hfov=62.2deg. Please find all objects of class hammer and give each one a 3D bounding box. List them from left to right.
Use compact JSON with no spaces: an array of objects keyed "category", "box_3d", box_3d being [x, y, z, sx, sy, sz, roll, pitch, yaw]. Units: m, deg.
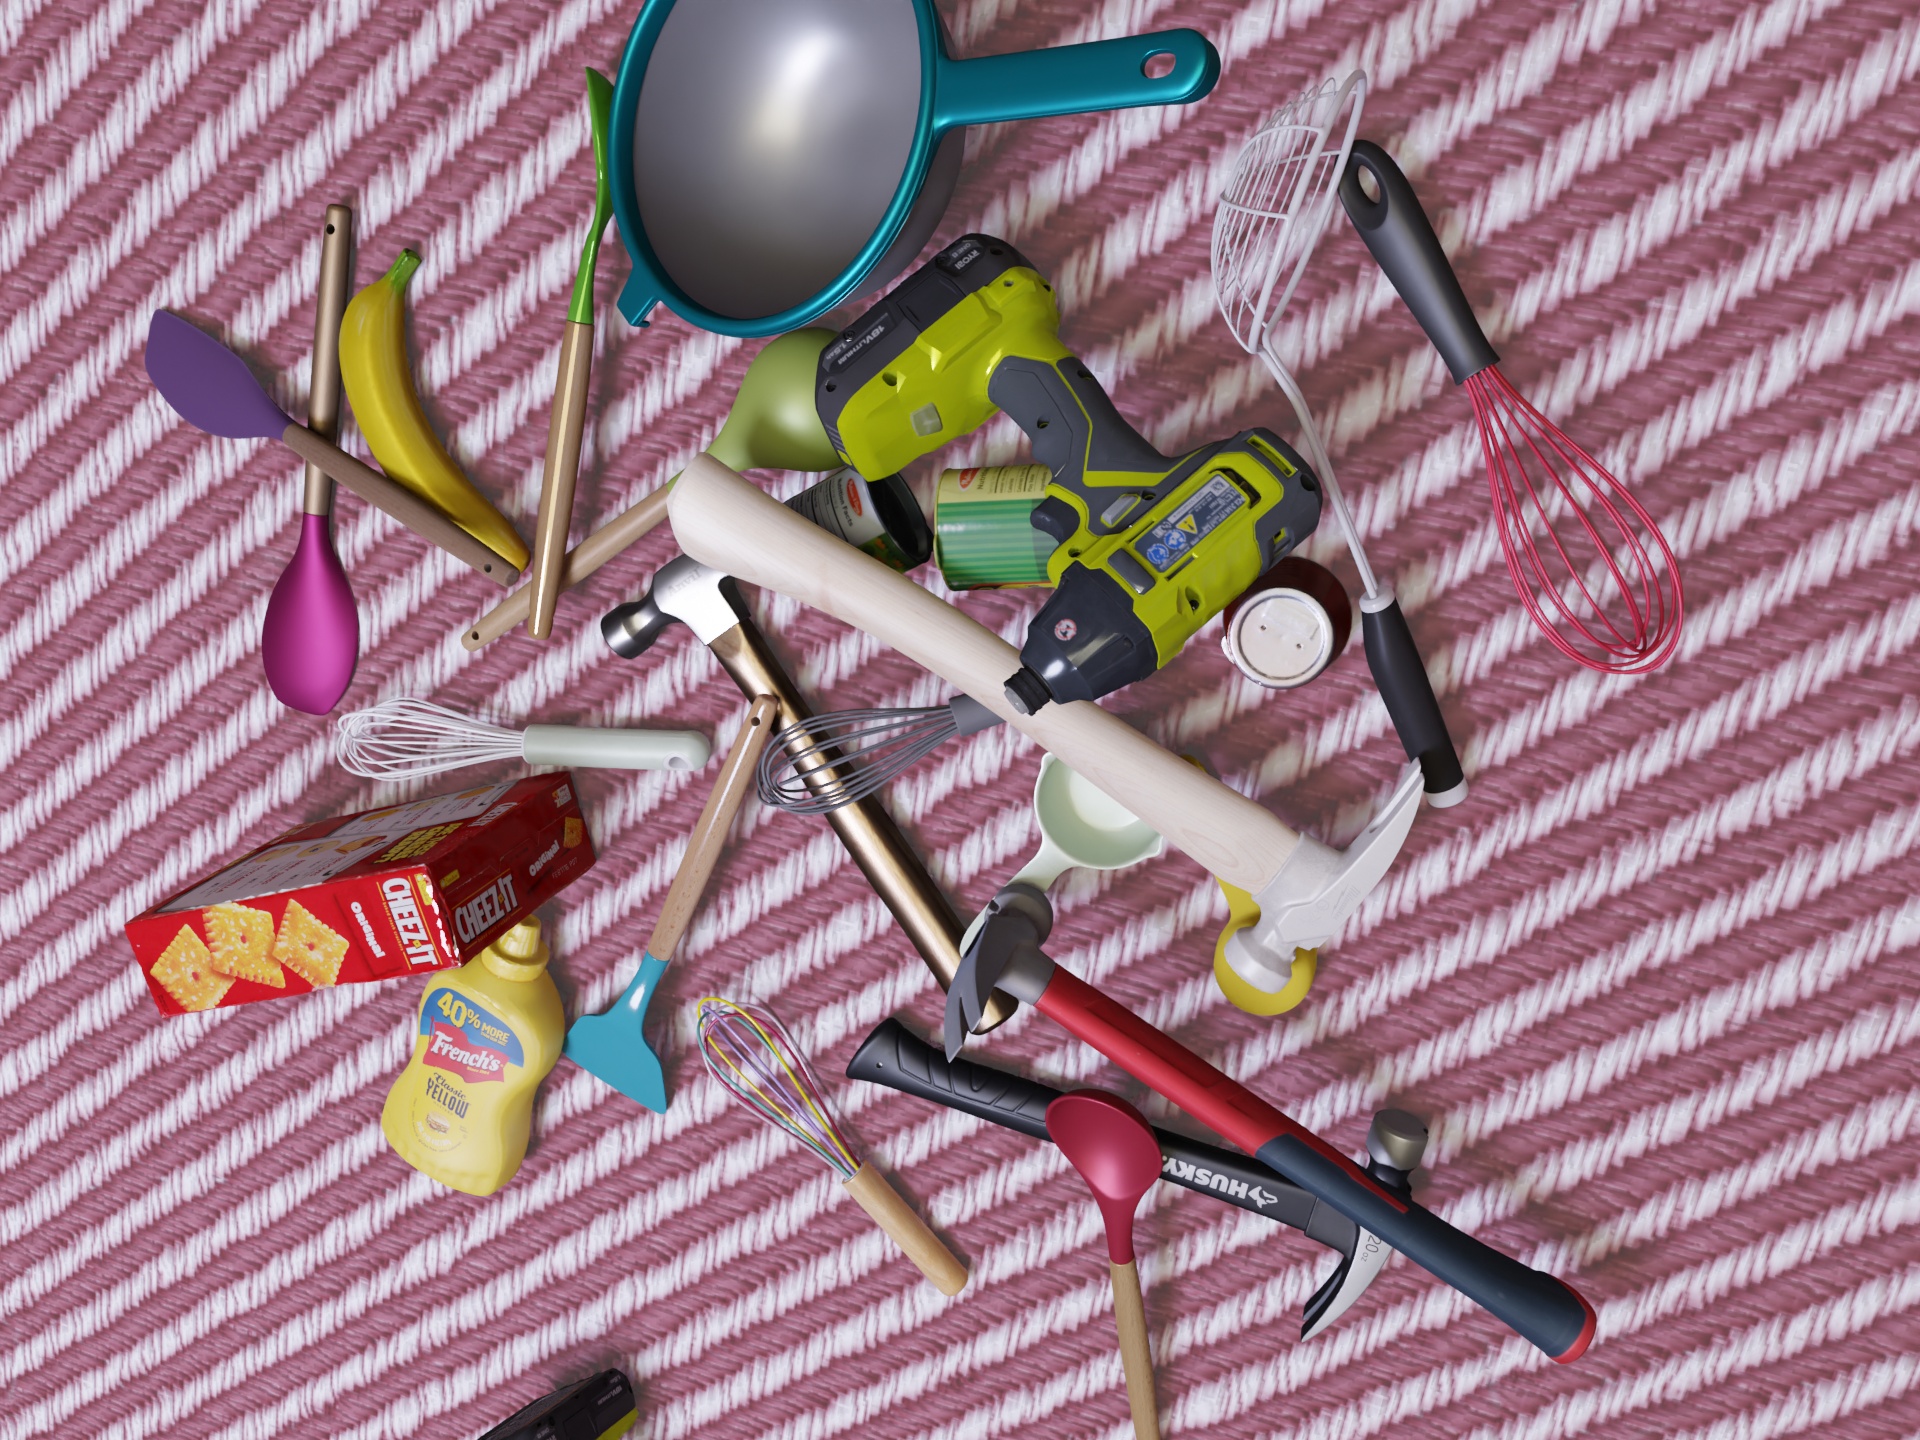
[{"category":"hammer","box_3d":[-0.069,0.041,0.930,0.130,0.031,0.331,-33,94,21]},{"category":"hammer","box_3d":[0.037,-0.021,0.818,0.410,0.038,0.146,33,111,-4]},{"category":"hammer","box_3d":[0.091,0.251,0.940,0.335,0.035,0.146,16,108,11]},{"category":"hammer","box_3d":[0.165,0.228,0.830,0.386,0.143,0.038,34,114,0]}]

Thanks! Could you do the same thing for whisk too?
[{"category":"whisk","box_3d":[-0.270,0.014,0.975,0.246,0.059,0.057,2,142,11]},{"category":"whisk","box_3d":[-0.079,0.265,0.988,0.047,0.051,0.245,-40,94,16]},{"category":"whisk","box_3d":[-0.001,-0.002,0.873,0.239,0.055,0.055,-19,99,2]},{"category":"whisk","box_3d":[0.262,-0.153,0.773,0.073,0.073,0.296,-30,89,21]}]

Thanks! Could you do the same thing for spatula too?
[{"category":"spatula","box_3d":[-0.380,-0.157,0.945,0.316,0.018,0.059,31,115,18]},{"category":"spatula","box_3d":[-0.170,0.115,0.964,0.082,0.044,0.317,30,113,8]}]

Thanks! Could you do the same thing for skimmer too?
[{"category":"skimmer","box_3d":[0.209,-0.119,0.767,0.090,0.127,0.363,-14,113,31]}]

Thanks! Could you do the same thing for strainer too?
[{"category":"strainer","box_3d":[-0.019,-0.284,0.761,0.340,0.095,0.211,8,96,34]}]

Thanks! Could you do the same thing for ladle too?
[{"category":"ladle","box_3d":[-0.176,-0.120,0.918,0.320,0.062,0.078,-29,92,27]},{"category":"ladle","box_3d":[0.098,0.335,0.934,0.069,0.031,0.315,6,120,29]}]

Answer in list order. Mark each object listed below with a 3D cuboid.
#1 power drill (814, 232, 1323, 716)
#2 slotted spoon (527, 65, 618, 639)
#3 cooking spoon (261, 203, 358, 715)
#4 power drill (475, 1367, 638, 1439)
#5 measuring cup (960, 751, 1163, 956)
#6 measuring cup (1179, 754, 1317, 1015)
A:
[{"category":"power drill","box_3d":[0.037,-0.119,0.769,0.171,0.080,0.223,-40,66,-6]},{"category":"slotted spoon","box_3d":[-0.215,-0.196,0.886,0.031,0.070,0.313,7,106,-16]},{"category":"cooking spoon","box_3d":[-0.394,-0.153,0.975,0.069,0.017,0.318,16,109,10]},{"category":"power drill","box_3d":[-0.229,0.560,1.050,0.080,0.190,0.228,-28,81,21]},{"category":"measuring cup","box_3d":[0.055,0.074,0.901,0.083,0.038,0.167,40,112,2]},{"category":"measuring cup","box_3d":[0.150,0.093,0.882,0.062,0.029,0.156,-20,100,20]}]
